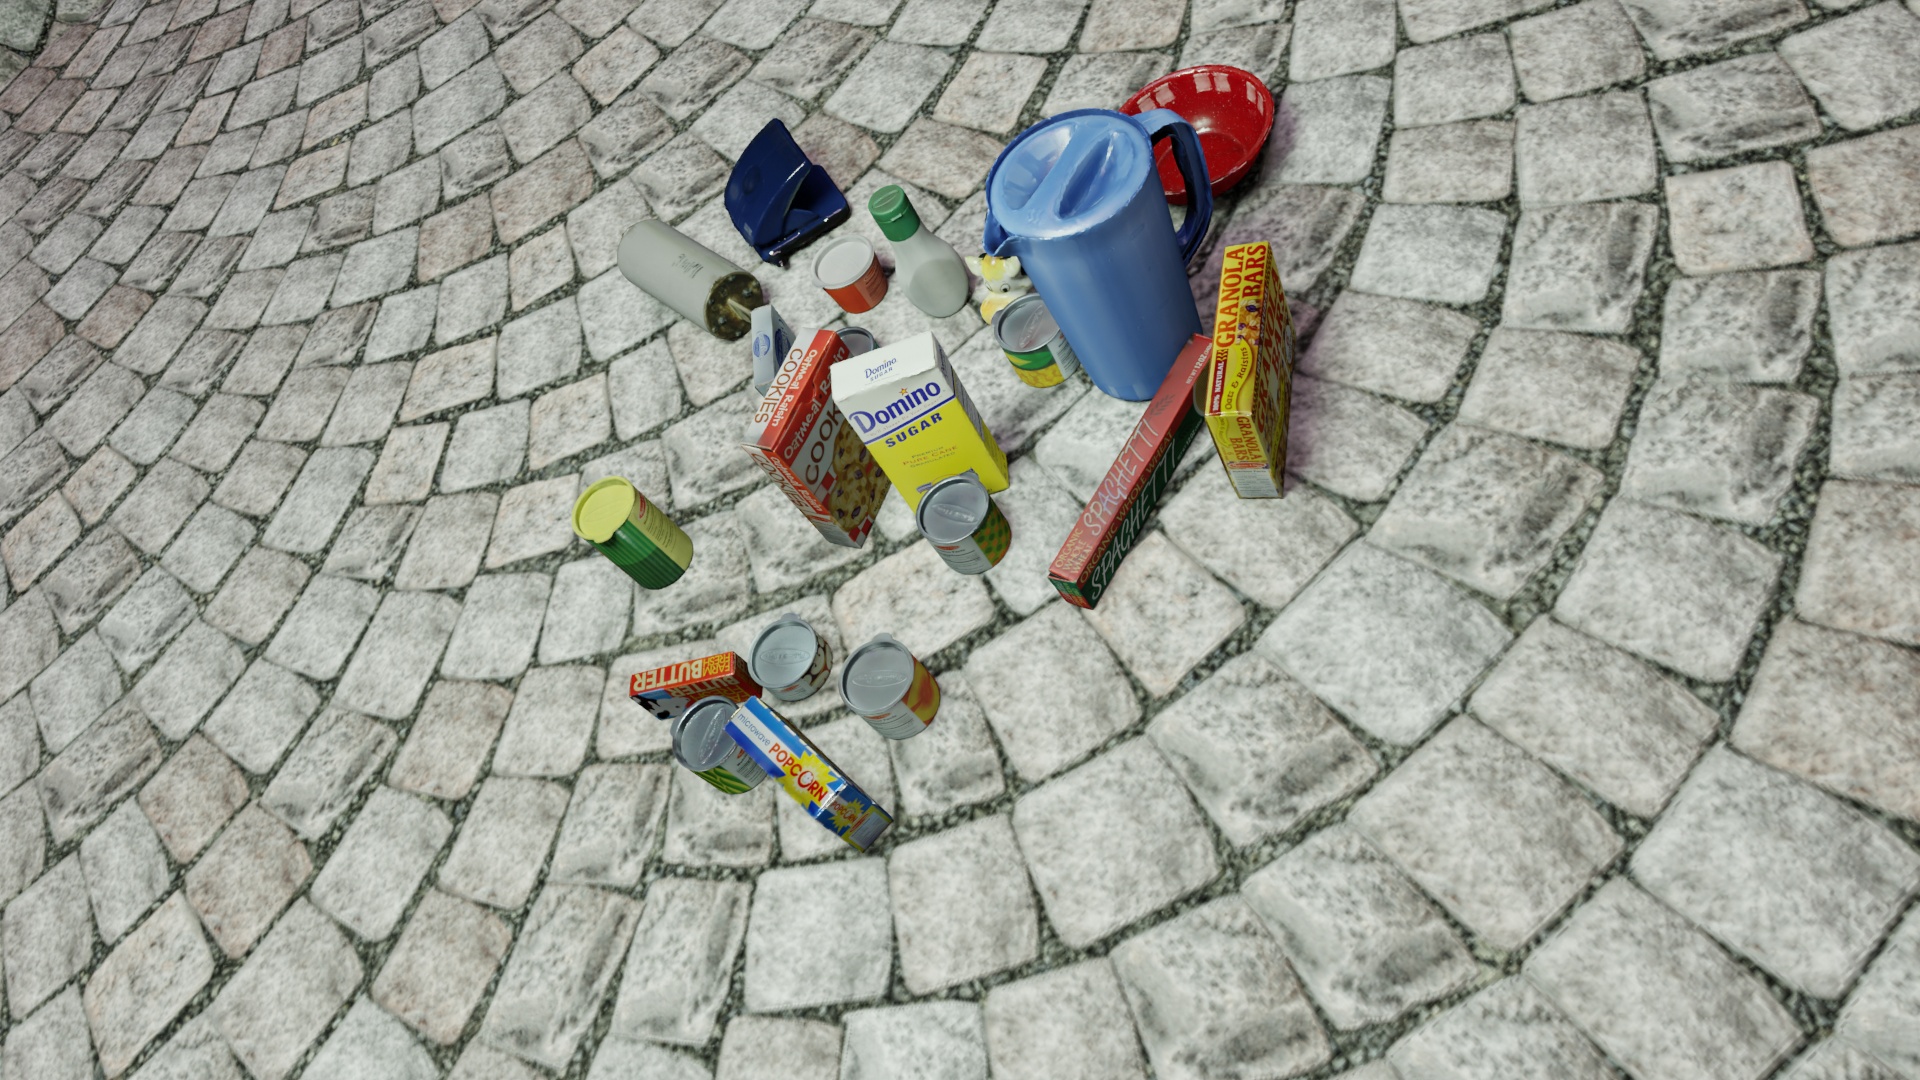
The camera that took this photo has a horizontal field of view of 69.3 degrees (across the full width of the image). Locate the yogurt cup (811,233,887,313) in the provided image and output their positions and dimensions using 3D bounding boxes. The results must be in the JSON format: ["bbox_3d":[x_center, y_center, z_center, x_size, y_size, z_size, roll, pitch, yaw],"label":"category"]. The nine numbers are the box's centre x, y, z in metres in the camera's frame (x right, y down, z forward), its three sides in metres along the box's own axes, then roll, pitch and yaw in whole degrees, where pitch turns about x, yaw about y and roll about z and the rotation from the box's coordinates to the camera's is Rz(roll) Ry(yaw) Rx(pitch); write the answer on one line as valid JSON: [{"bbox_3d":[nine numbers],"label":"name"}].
[{"bbox_3d":[-0.108,-0.264,1.390,0.072,0.053,0.073,-12,56,18],"label":"yogurt cup"}]

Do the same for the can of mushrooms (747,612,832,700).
[{"bbox_3d":[-0.145,0.100,1.192,0.071,0.033,0.071,-12,56,18],"label":"can of mushrooms"}]

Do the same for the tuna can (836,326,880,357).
[{"bbox_3d":[-0.107,-0.169,1.344,0.071,0.032,0.071,-12,56,18],"label":"tuna can"}]

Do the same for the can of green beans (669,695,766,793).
[{"bbox_3d":[-0.196,0.171,1.156,0.071,0.057,0.071,-12,56,18],"label":"can of green beans"}]

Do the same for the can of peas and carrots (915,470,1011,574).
[{"bbox_3d":[0.004,-0.015,1.180,0.071,0.058,0.071,-12,56,18],"label":"can of peas and carrots"}]

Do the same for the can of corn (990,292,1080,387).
[{"bbox_3d":[0.069,-0.181,1.254,0.071,0.058,0.071,-12,56,18],"label":"can of corn"}]

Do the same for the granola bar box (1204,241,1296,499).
[{"bbox_3d":[0.233,-0.134,1.108,0.039,0.124,0.166,-2,60,24],"label":"granola bar box"}]

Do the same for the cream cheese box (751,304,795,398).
[{"bbox_3d":[-0.183,-0.178,1.370,0.024,0.053,0.104,-18,54,14],"label":"cream cheese box"}]

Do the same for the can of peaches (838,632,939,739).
[{"bbox_3d":[-0.056,0.118,1.124,0.071,0.058,0.071,-12,56,18],"label":"can of peaches"}]

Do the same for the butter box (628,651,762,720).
[{"bbox_3d":[-0.228,0.126,1.202,0.103,0.053,0.024,-14,56,16],"label":"butter box"}]

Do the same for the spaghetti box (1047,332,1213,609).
[{"bbox_3d":[0.150,-0.058,1.146,0.029,0.050,0.251,21,71,33],"label":"spaghetti box"}]

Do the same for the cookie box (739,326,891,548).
[{"bbox_3d":[-0.111,-0.087,1.209,0.040,0.167,0.123,11,66,30],"label":"cookie box"}]

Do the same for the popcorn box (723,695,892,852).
[{"bbox_3d":[-0.121,0.183,1.096,0.038,0.085,0.127,-48,53,-8],"label":"popcorn box"}]

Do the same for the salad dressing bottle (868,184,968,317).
[{"bbox_3d":[-0.040,-0.271,1.304,0.064,0.147,0.044,-31,53,5],"label":"salad dressing bottle"}]

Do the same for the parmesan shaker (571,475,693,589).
[{"bbox_3d":[-0.302,-0.003,1.284,0.071,0.102,0.071,-12,56,18],"label":"parmesan shaker"}]
